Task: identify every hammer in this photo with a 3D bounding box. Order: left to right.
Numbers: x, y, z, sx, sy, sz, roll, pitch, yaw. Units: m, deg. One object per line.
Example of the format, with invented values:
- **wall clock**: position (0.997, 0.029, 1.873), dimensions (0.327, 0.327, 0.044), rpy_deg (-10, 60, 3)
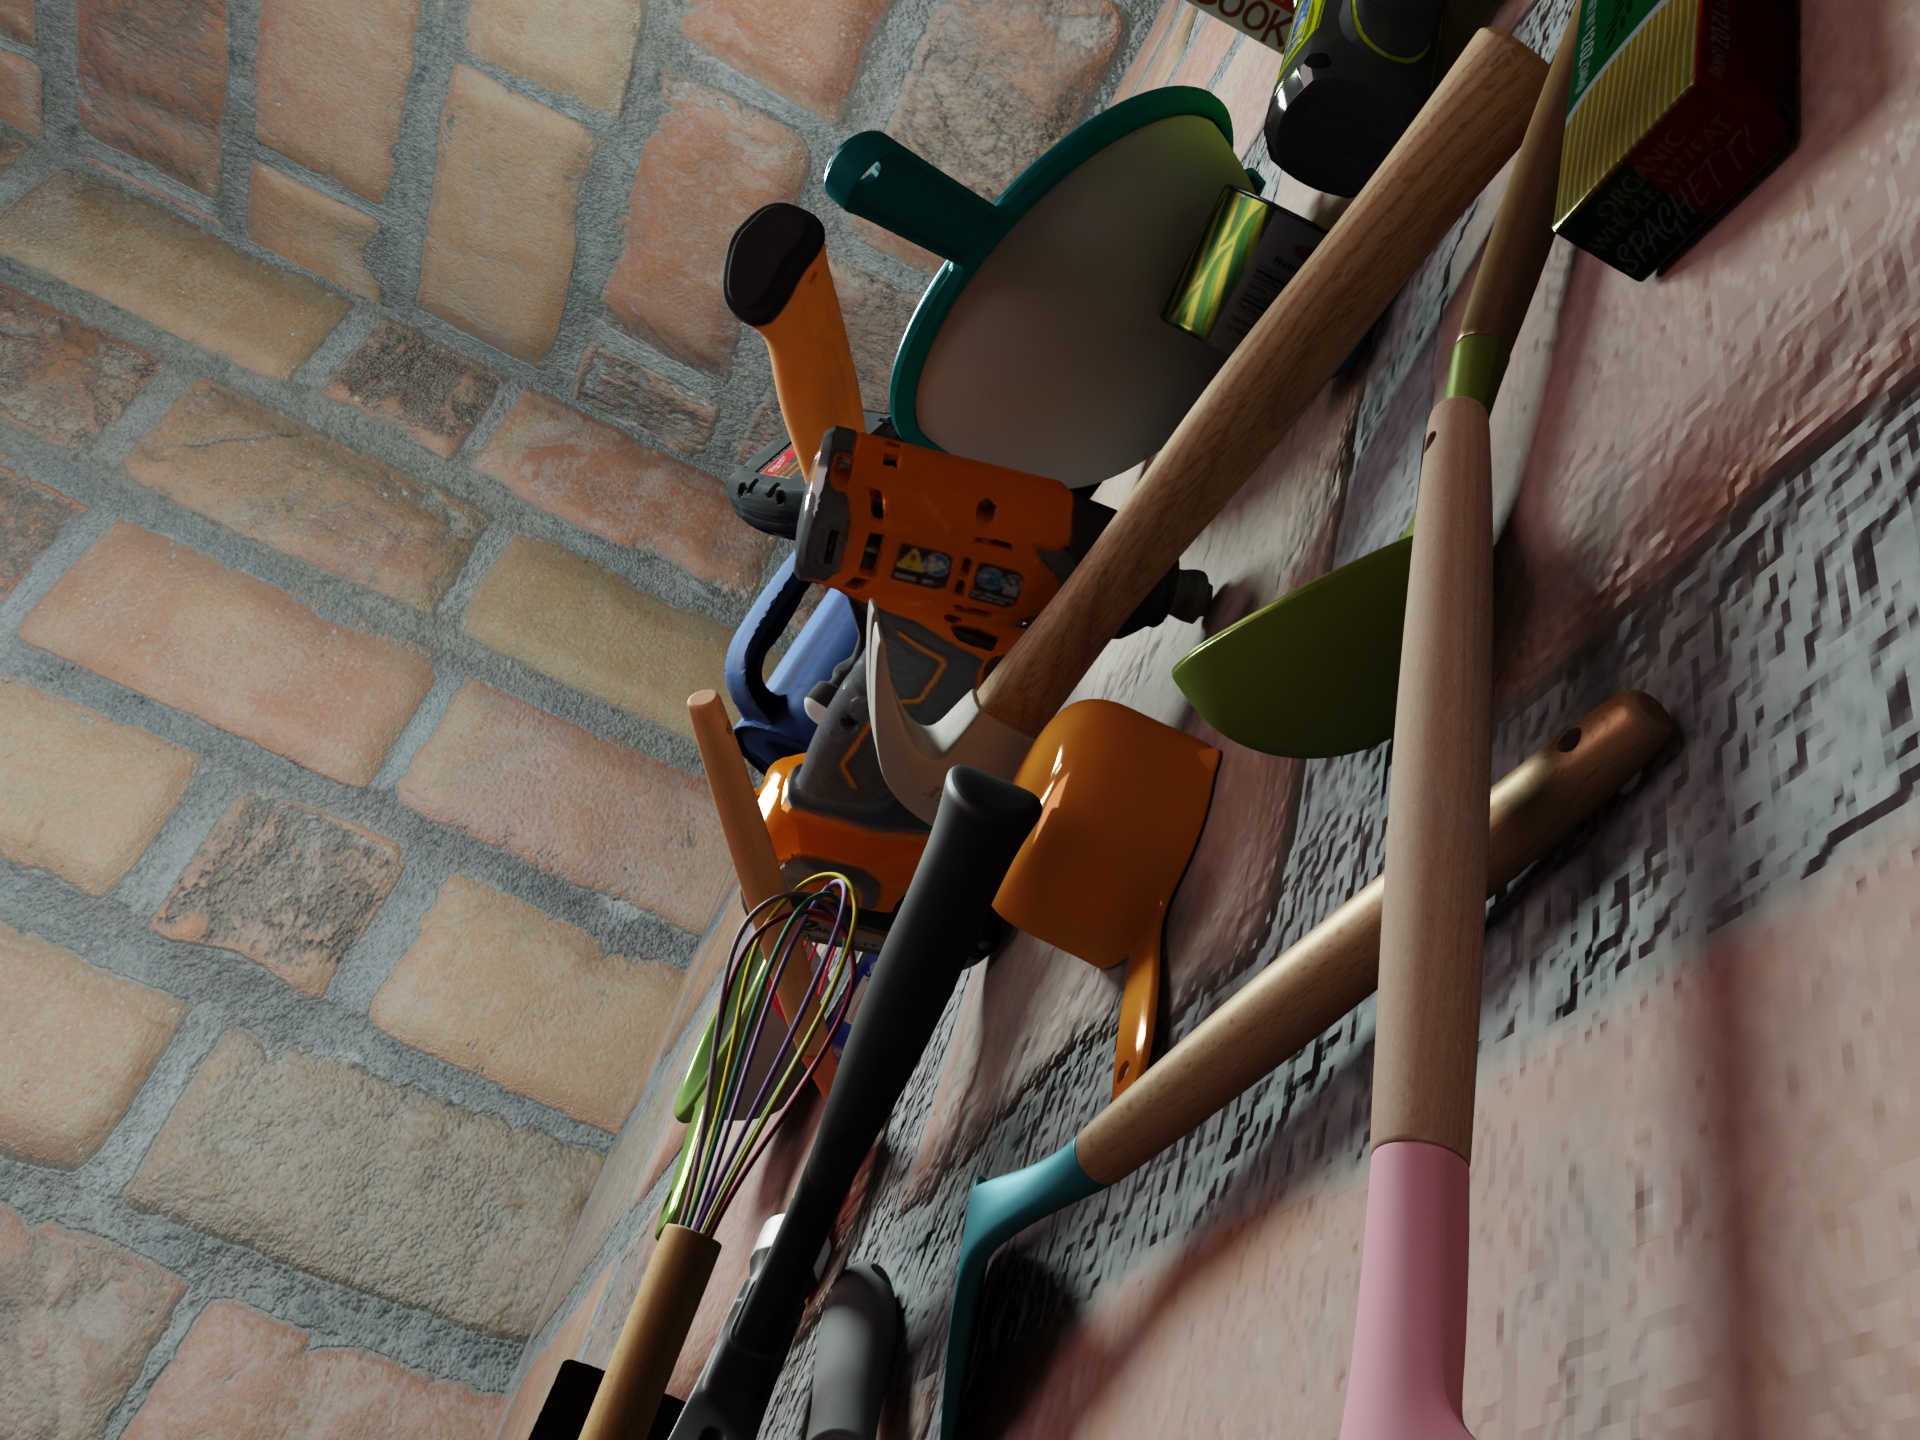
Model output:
- **hammer**: position (-0.042, 0.150, 0.563), dimensions (0.146, 0.035, 0.334), rpy_deg (-64, -3, -56)
- **hammer**: position (-0.046, -0.107, 0.704), dimensions (0.127, 0.034, 0.336), rpy_deg (-54, -17, -17)
- **hammer**: position (0.081, -0.088, 0.555), dimensions (0.331, 0.130, 0.031), rpy_deg (-52, 28, 20)

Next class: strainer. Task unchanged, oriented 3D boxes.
- **strainer**: position (-0.126, 0.226, 0.977), dimensions (0.151, 0.069, 0.257), rpy_deg (-57, 12, 30)
- **strainer**: position (0.050, -0.173, 0.681), dimensions (0.211, 0.095, 0.340), rpy_deg (-47, -13, 19)

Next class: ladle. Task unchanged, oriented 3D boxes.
- **ladle**: position (0.140, -0.127, 0.435), dimensions (0.320, 0.062, 0.078), rpy_deg (-65, 8, -22)

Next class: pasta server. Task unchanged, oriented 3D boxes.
- **pasta server**: position (0.084, 0.052, 0.265), dimensions (0.060, 0.040, 0.316), rpy_deg (-55, 14, 50)

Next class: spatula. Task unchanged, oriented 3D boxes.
- **spatula**: position (-0.077, 0.123, 0.683), dimensions (0.081, 0.041, 0.322), rpy_deg (-76, -21, -53)
- **spatula**: position (0.058, 0.099, 0.390), dimensions (0.317, 0.044, 0.082), rpy_deg (-51, 14, 39)

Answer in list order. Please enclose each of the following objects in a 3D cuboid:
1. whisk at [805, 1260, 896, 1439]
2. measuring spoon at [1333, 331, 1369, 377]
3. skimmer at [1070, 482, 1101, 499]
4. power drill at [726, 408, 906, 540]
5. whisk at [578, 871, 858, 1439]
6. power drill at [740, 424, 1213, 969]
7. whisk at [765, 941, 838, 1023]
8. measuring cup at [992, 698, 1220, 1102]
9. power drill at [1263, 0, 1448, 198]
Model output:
- **whisk**: position (-0.035, 0.233, 0.500), dimensions (0.055, 0.055, 0.239), rpy_deg (-63, 3, 8)
- **measuring spoon**: position (0.164, -0.173, 0.577), dimensions (0.128, 0.021, 0.042), rpy_deg (-52, 11, 16)
- **skimmer**: position (0.049, -0.053, 0.865), dimensions (0.363, 0.090, 0.127), rpy_deg (-57, 11, -21)
- **power drill**: position (-0.082, -0.086, 1.123), dimensions (0.188, 0.080, 0.226), rpy_deg (-47, -46, -29)
- **whisk**: position (-0.089, 0.164, 0.573), dimensions (0.051, 0.047, 0.245), rpy_deg (74, -148, -58)
- **power drill**: position (-0.001, -0.002, 0.665), dimensions (0.084, 0.164, 0.226), rpy_deg (-87, 12, -54)
- **whisk**: position (-0.037, 0.051, 0.919), dimensions (0.073, 0.073, 0.296), rpy_deg (-141, 75, -82)
- **measuring cup**: position (0.038, 0.056, 0.515), dimensions (0.095, 0.052, 0.174), rpy_deg (-60, 8, 29)
- **power drill**: position (0.202, -0.345, 0.627), dimensions (0.228, 0.080, 0.191), rpy_deg (122, 169, -53)
